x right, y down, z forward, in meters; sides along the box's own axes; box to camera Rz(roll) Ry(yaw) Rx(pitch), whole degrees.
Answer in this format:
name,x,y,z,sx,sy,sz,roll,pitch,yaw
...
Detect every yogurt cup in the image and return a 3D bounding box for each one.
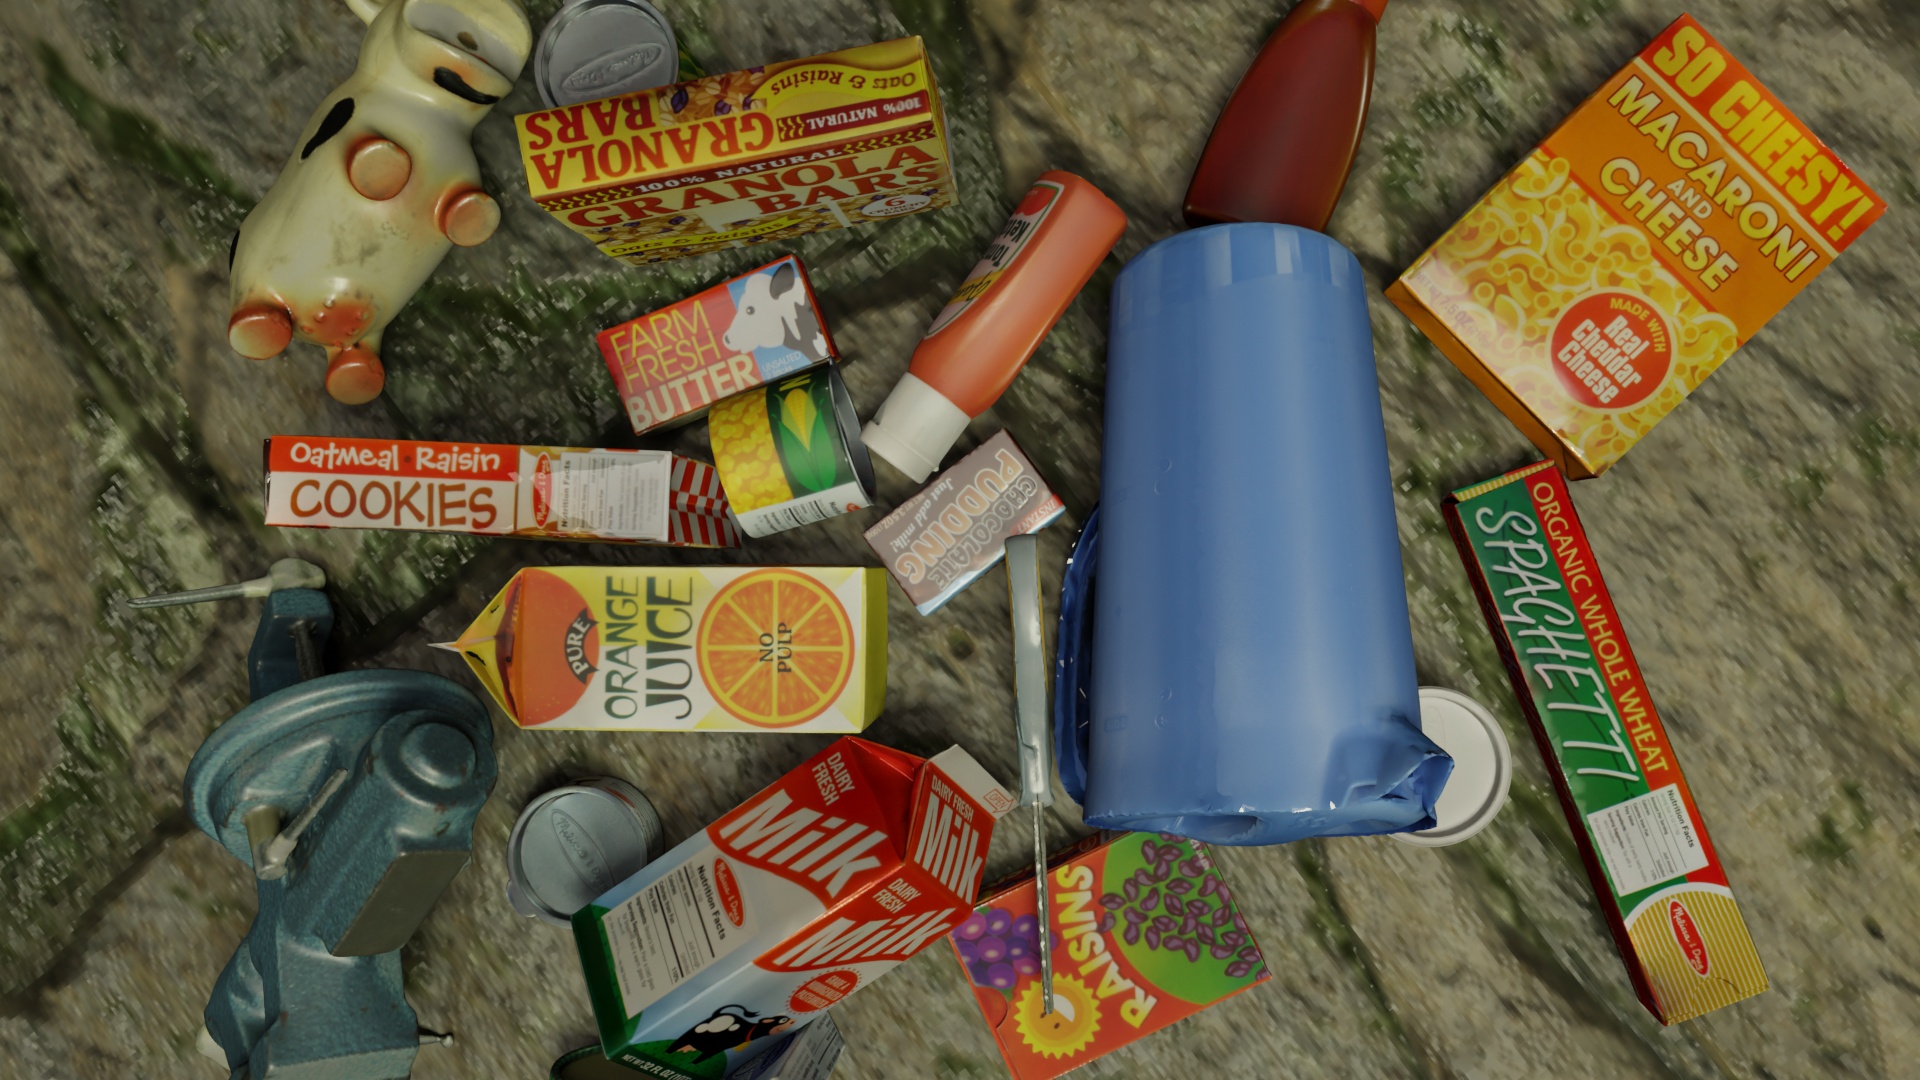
name,x,y,z,sx,sy,sz,roll,pitch,yaw
yogurt cup,0.200,0.096,0.611,0.072,0.054,0.072,0,89,4

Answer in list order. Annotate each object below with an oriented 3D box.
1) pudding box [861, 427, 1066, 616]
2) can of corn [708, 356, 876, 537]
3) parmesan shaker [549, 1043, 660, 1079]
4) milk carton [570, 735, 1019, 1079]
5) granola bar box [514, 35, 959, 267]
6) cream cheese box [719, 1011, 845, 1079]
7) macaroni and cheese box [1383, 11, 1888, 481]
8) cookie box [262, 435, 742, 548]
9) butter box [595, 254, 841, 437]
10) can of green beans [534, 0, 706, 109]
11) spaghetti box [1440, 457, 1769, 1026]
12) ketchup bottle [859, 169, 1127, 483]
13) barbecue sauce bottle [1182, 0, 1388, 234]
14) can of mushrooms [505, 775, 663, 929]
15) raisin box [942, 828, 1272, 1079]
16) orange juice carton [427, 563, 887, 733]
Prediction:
name,x,y,z,sx,sy,sz,roll,pitch,yaw
pudding box,0.002,-0.008,0.641,0.083,0.030,0.049,-37,87,3
can of corn,-0.076,-0.042,0.630,0.058,0.071,0.071,-16,88,5
parmesan shaker,-0.160,0.290,0.630,0.071,0.071,0.103,5,89,5
milk carton,-0.066,0.154,0.609,0.190,0.072,0.074,-34,50,4
granola bar box,-0.088,-0.163,0.603,0.165,0.124,0.039,-10,88,5
cream cheese box,-0.085,0.241,0.606,0.053,0.104,0.024,-35,85,3
macaroni and cheese box,0.294,-0.128,0.615,0.166,0.040,0.124,-44,86,3
cookie box,-0.192,-0.020,0.609,0.167,0.123,0.040,3,89,5
butter box,-0.114,-0.090,0.654,0.103,0.024,0.053,-21,88,4
can of green beans,-0.154,-0.211,0.642,0.071,0.058,0.071,0,89,5
spaghetti box,0.284,0.086,0.618,0.050,0.028,0.250,-21,88,4
ketchup bottle,0.013,-0.094,0.623,0.043,0.065,0.149,36,91,-18
barbecue sauce bottle,0.156,-0.203,0.626,0.065,0.043,0.148,23,90,4
can of mushrooms,-0.176,0.146,0.650,0.071,0.033,0.071,0,90,4
raisin box,0.065,0.181,0.628,0.123,0.040,0.086,-26,88,4
orange juice carton,-0.133,0.047,0.629,0.193,0.072,0.073,0,89,4
